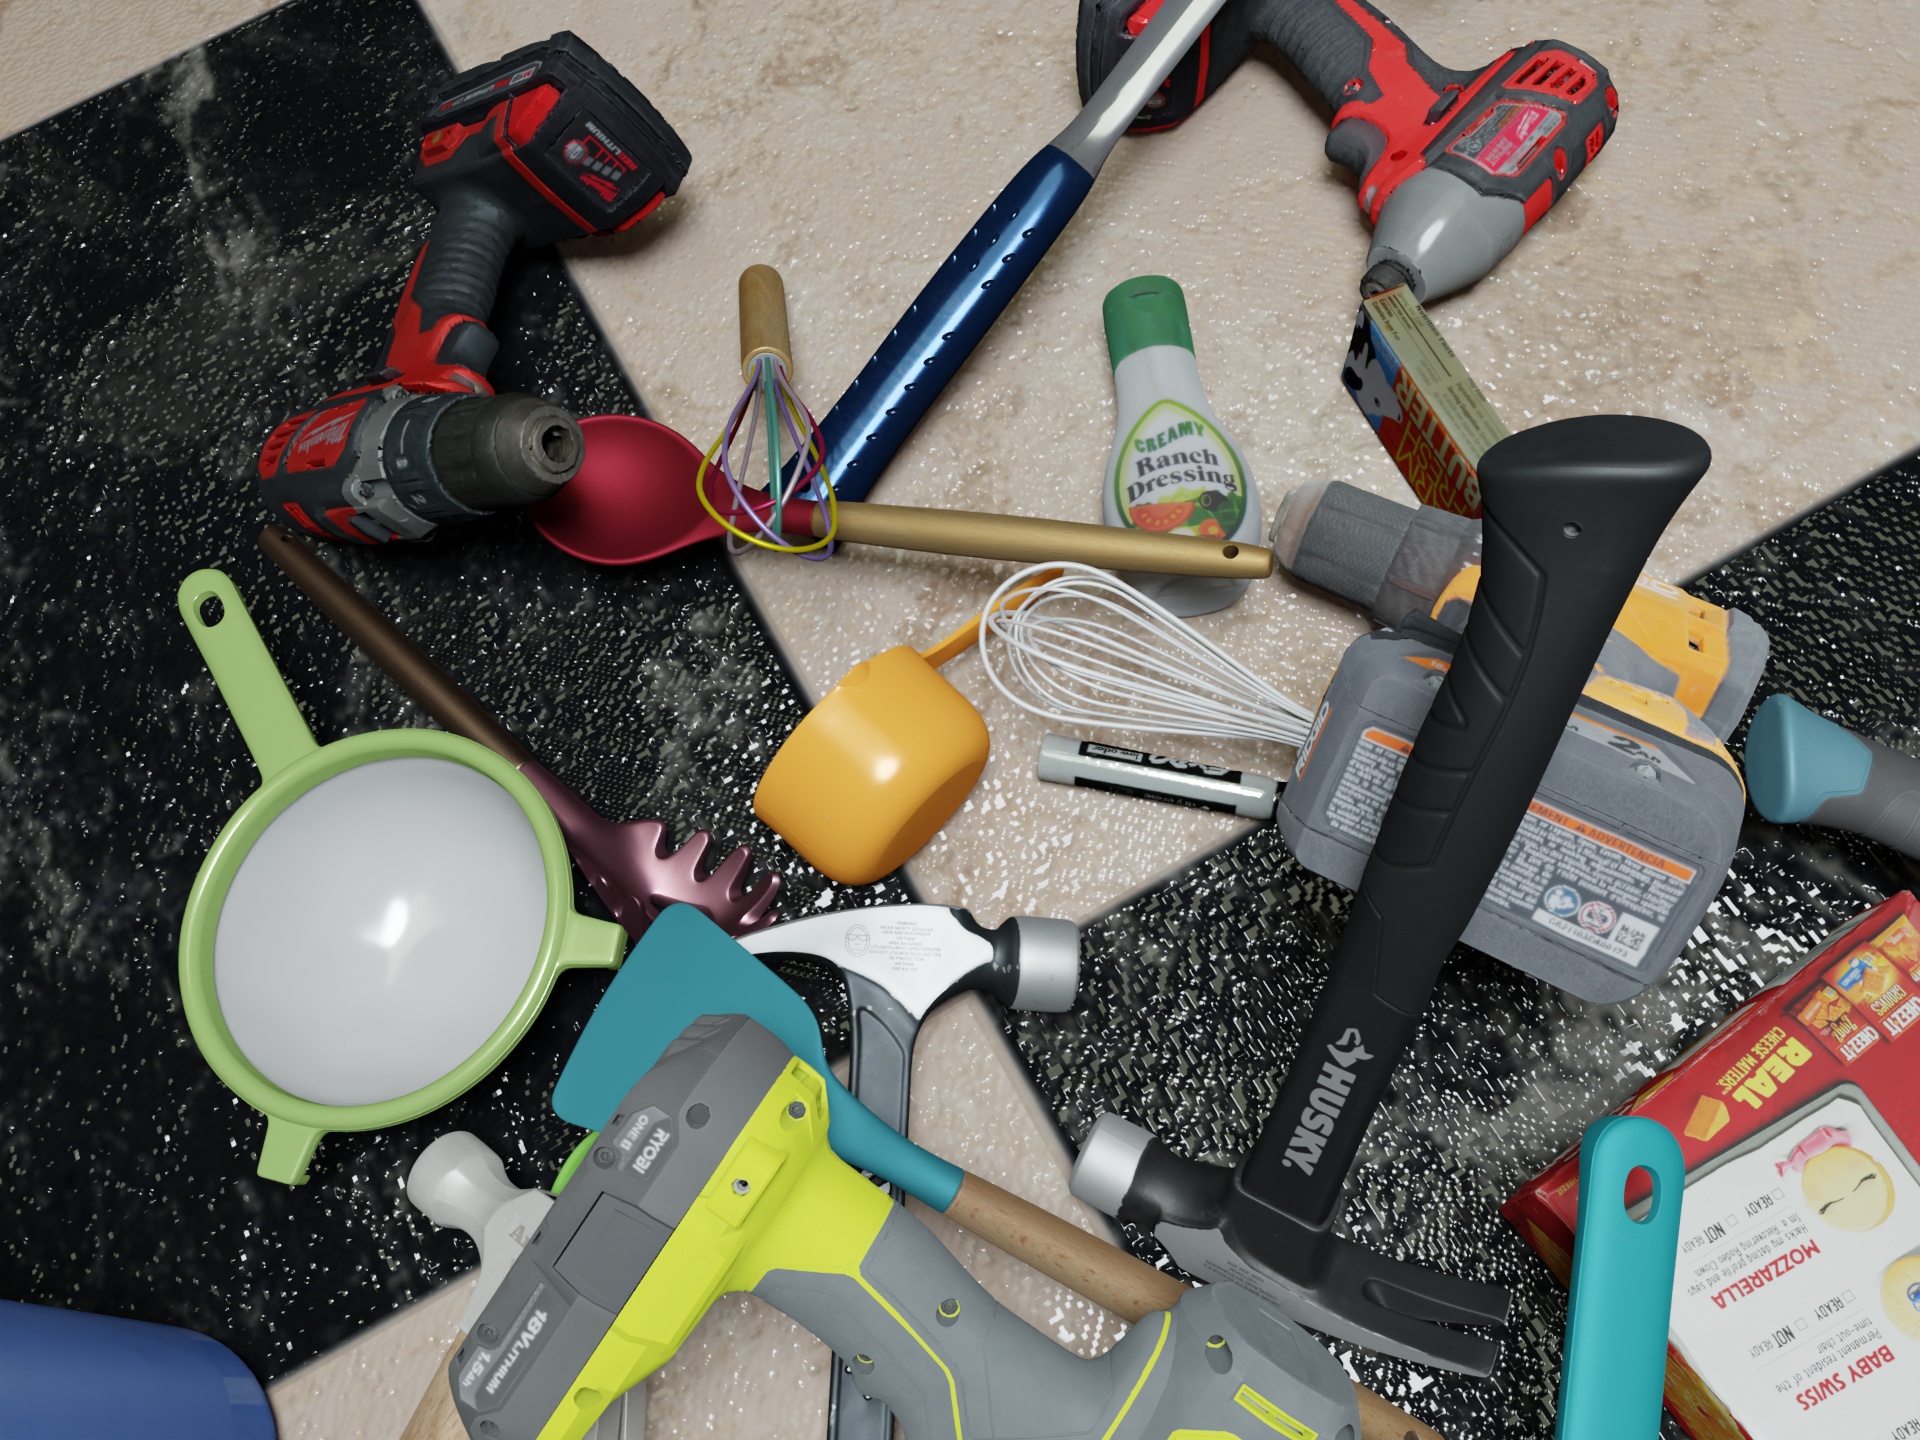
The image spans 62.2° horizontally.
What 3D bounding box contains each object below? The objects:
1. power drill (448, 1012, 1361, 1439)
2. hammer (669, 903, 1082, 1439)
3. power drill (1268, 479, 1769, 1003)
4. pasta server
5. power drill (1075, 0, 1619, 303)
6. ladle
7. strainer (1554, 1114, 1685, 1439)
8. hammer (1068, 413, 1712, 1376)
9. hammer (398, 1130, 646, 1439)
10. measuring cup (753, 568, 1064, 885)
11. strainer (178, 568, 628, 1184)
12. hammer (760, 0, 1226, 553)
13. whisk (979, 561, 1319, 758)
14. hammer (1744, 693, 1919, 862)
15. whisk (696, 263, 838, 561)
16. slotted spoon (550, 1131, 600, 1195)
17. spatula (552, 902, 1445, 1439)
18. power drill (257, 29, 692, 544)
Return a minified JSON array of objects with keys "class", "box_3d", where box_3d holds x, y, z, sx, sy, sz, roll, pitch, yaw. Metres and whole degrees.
[{"class":"power drill","box_3d":[-0.026,0.212,0.464,0.228,0.080,0.190,34,94,3]},{"class":"hammer","box_3d":[-0.039,0.260,0.520,0.149,0.036,0.409,6,70,-7]},{"class":"power drill","box_3d":[0.175,-0.017,0.544,0.185,0.084,0.226,26,30,15]},{"class":"pasta server","box_3d":[-0.196,0.001,0.660,0.316,0.040,0.060,38,35,22]},{"class":"power drill","box_3d":[0.164,-0.277,0.713,0.220,0.078,0.143,38,77,17]},{"class":"ladle","box_3d":[-0.033,-0.080,0.635,0.315,0.031,0.069,8,73,19]},{"class":"strainer","box_3d":[0.153,0.283,0.451,0.211,0.095,0.340,14,76,-5]},{"class":"hammer","box_3d":[0.127,0.066,0.447,0.146,0.334,0.035,24,41,17]},{"class":"hammer","box_3d":[-0.211,0.311,0.516,0.130,0.031,0.331,23,78,32]},{"class":"measuring cup","box_3d":[-0.001,-0.002,0.623,0.052,0.095,0.173,44,60,14]},{"class":"strainer","box_3d":[-0.241,0.045,0.630,0.151,0.069,0.257,-35,67,-5]},{"class":"hammer","box_3d":[0.049,-0.247,0.672,0.144,0.035,0.405,39,93,12]},{"class":"whisk","box_3d":[0.124,0.002,0.594,0.246,0.058,0.059,21,100,0]},{"class":"hammer","box_3d":[0.423,0.075,0.528,0.331,0.033,0.128,24,71,6]},{"class":"whisk","box_3d":[-0.081,-0.135,0.647,0.047,0.051,0.245,-11,37,-1]},{"class":"slotted spoon","box_3d":[-0.165,0.285,0.543,0.070,0.031,0.314,21,73,15]},{"class":"spatula","box_3d":[0.019,0.168,0.531,0.317,0.044,0.082,30,71,-2]},{"class":"power drill","box_3d":[-0.198,-0.178,0.681,0.188,0.080,0.227,2,65,40]}]
